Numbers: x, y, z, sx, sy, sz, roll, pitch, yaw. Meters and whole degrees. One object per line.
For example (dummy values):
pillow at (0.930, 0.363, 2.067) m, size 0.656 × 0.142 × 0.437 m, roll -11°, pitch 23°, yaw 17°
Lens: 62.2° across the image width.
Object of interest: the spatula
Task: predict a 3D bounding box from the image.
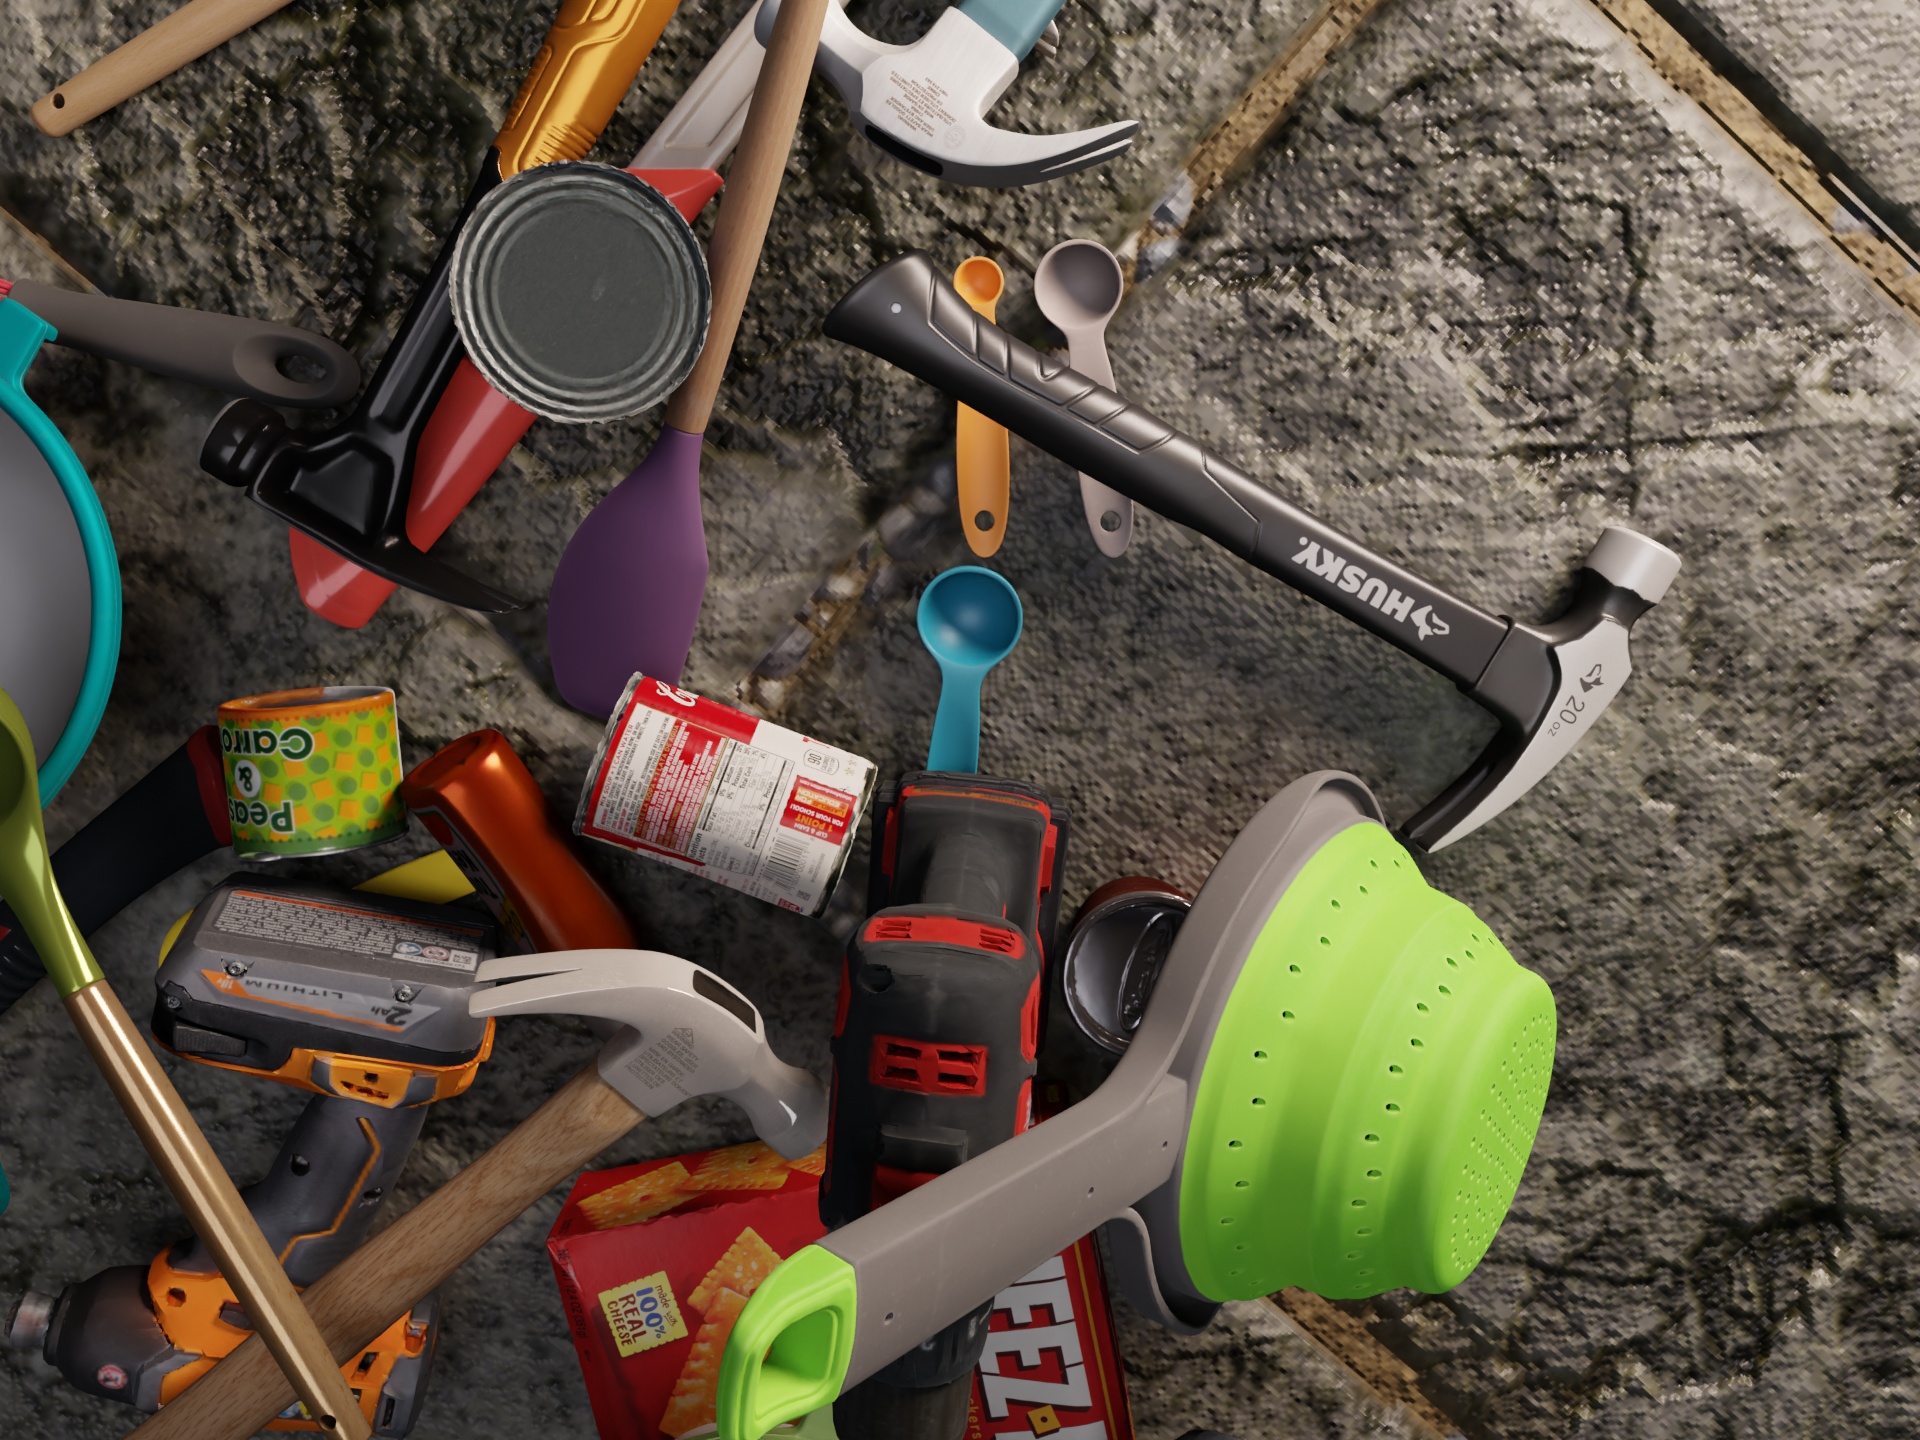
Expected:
spatula at (-0.097, -0.133, 0.587) m, size 0.060 × 0.018 × 0.315 m, roll 21°, pitch 116°, yaw -3°

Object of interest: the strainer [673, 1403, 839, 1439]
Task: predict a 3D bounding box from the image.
strainer at (-0.046, 0.362, 0.608) m, size 0.151 × 0.069 × 0.256 m, roll -31°, pitch 101°, yaw 4°

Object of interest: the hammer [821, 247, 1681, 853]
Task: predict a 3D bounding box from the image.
hammer at (0.100, -0.077, 0.610) m, size 0.334 × 0.035 × 0.146 m, roll 28°, pitch 99°, yaw -7°

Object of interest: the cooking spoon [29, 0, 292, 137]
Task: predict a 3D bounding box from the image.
cooking spoon at (-0.217, -0.306, 0.602) m, size 0.319 × 0.017 × 0.068 m, roll -28°, pitch 96°, yaw 5°

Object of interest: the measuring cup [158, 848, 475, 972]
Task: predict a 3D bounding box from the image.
measuring cup at (-0.259, 0.084, 0.659) m, size 0.156 × 0.029 × 0.062 m, roll -22°, pitch 98°, yaw 6°

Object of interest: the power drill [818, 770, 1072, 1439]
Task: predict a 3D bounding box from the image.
power drill at (-0.007, 0.127, 0.556) m, size 0.080 × 0.227 × 0.187 m, roll 6°, pitch 106°, yaw 2°

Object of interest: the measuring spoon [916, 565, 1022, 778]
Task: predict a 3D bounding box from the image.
measuring spoon at (-0.001, -0.002, 0.648) m, size 0.042 × 0.021 × 0.128 m, roll 7°, pitch 108°, yaw 1°

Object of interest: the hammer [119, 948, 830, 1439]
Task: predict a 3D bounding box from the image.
hammer at (-0.210, 0.202, 0.593) m, size 0.331 × 0.031 × 0.130 m, roll -39°, pitch 114°, yaw 8°

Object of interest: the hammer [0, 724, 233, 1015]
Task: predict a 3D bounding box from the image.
hammer at (-0.452, 0.122, 0.667) m, size 0.386 × 0.038 × 0.143 m, roll -40°, pitch 94°, yaw 7°

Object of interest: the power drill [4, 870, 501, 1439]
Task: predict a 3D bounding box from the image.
power drill at (-0.278, 0.180, 0.631) m, size 0.164 × 0.084 × 0.226 m, roll 12°, pitch 106°, yaw -15°

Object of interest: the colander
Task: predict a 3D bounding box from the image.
colander at (0.094, 0.134, 0.482) m, size 0.094 × 0.397 × 0.204 m, roll 17°, pitch 105°, yaw 34°

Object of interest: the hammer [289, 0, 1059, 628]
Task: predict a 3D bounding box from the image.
hammer at (-0.128, -0.174, 0.611) m, size 0.149 × 0.037 × 0.359 m, roll 40°, pitch 98°, yaw -5°

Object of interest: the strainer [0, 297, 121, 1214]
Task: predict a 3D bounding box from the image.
strainer at (-0.397, 0.019, 0.612) m, size 0.211 × 0.095 × 0.340 m, roll -10°, pitch 94°, yaw -1°

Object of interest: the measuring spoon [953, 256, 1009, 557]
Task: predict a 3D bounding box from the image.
measuring spoon at (0.008, -0.123, 0.630) m, size 0.021 × 0.011 × 0.117 m, roll -1°, pitch 103°, yaw 2°

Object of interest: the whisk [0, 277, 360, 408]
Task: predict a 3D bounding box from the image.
whisk at (-0.382, -0.164, 0.612) m, size 0.295 × 0.073 × 0.073 m, roll 12°, pitch 99°, yaw -6°

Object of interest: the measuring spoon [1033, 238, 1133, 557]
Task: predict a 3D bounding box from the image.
measuring spoon at (0.052, -0.126, 0.627) m, size 0.034 × 0.018 × 0.124 m, roll -9°, pitch 106°, yaw 2°

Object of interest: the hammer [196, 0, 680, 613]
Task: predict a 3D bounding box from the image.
hammer at (-0.143, -0.204, 0.572) m, size 0.127 × 0.034 × 0.337 m, roll 30°, pitch 98°, yaw -3°

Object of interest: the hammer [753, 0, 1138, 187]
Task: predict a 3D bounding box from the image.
hammer at (0.079, -0.329, 0.560) m, size 0.128 × 0.033 × 0.331 m, roll 39°, pitch 90°, yaw -3°

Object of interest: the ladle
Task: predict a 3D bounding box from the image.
ladle at (-0.292, 0.118, 0.540) m, size 0.078 × 0.062 × 0.320 m, roll -29°, pitch 93°, yaw 10°

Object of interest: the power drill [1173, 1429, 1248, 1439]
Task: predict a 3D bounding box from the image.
power drill at (0.099, 0.384, 0.638) m, size 0.185 × 0.084 × 0.226 m, roll 23°, pitch 125°, yaw -16°
